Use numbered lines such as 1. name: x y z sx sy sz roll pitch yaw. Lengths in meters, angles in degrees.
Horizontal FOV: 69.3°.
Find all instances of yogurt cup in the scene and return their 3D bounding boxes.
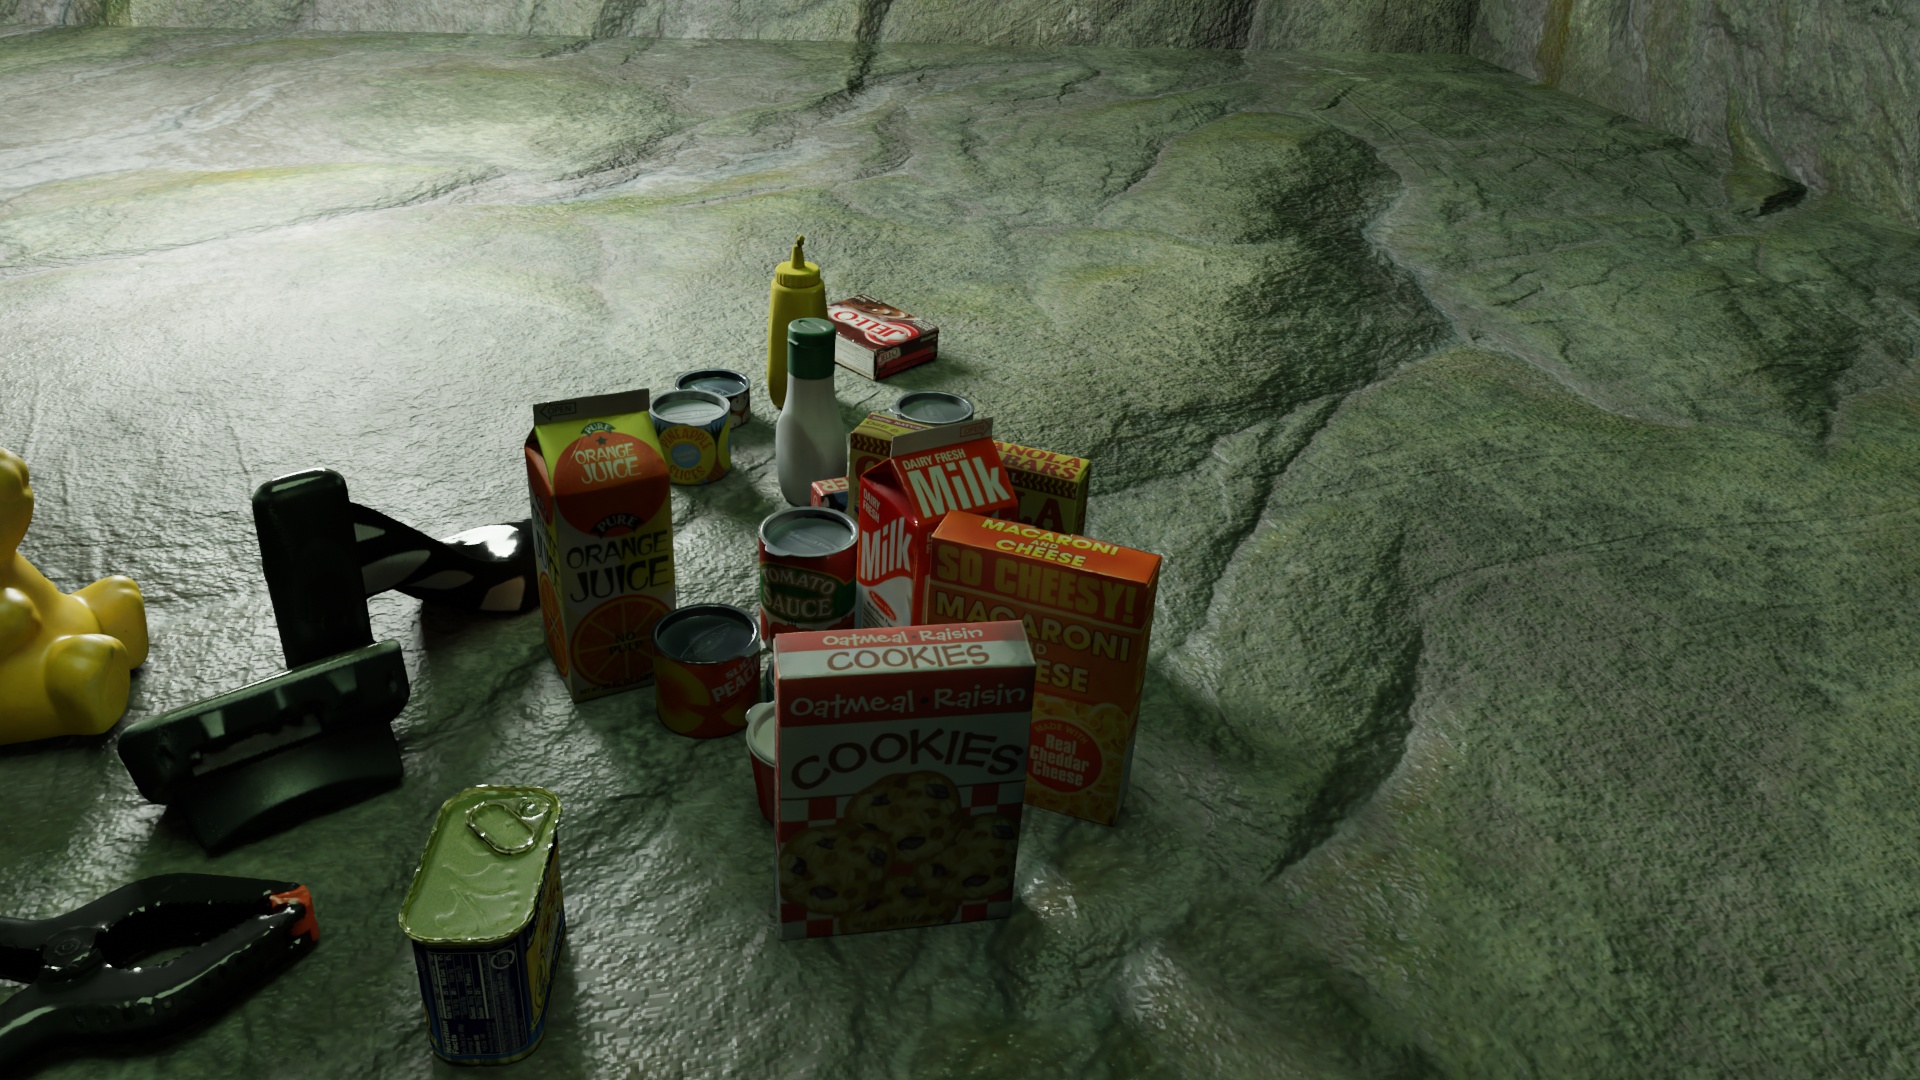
1. yogurt cup: -0.087 0.129 0.791 0.072 0.053 0.073 3 30 -2

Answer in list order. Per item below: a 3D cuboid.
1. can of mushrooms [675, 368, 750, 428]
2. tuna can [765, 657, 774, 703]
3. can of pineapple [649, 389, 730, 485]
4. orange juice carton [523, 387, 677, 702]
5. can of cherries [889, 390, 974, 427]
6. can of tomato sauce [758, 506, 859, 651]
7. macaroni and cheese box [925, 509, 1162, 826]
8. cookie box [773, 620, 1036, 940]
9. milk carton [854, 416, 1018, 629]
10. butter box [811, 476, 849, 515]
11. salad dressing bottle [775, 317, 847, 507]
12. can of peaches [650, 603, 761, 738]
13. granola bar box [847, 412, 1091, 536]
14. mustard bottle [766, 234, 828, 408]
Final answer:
1. can of mushrooms: -0.221 -0.125 1.235 0.071 0.033 0.071 3 30 -2
2. tuna can: -0.090 0.095 0.871 0.071 0.032 0.071 3 30 -2
3. can of pineapple: -0.222 -0.084 1.139 0.071 0.057 0.071 3 30 -2
4. orange juice carton: -0.223 -0.003 0.864 0.072 0.191 0.073 -12 33 -26
5. can of cherries: -0.026 -0.087 1.168 0.071 0.058 0.072 3 30 -2
6. can of tomato sauce: -0.103 0.030 0.932 0.071 0.082 0.071 3 30 -2
7. macaroni and cheese box: 0.042 0.073 0.792 0.124 0.165 0.040 13 31 15
8. cookie box: -0.031 0.121 0.698 0.123 0.166 0.040 -2 30 -11
9. milk carton: -0.017 0.015 0.861 0.072 0.189 0.073 -14 34 -29
10. butter box: -0.063 -0.025 1.061 0.104 0.052 0.024 -11 33 -25
11. salad dressing bottle: -0.117 -0.100 1.090 0.064 0.146 0.044 28 37 35
12. can of peaches: -0.155 0.081 0.861 0.071 0.057 0.071 3 30 -2
13. granola bar box: 0.003 -0.012 0.977 0.165 0.123 0.039 14 31 16
14. mustard bottle: -0.146 -0.198 1.244 0.049 0.159 0.065 10 30 10
